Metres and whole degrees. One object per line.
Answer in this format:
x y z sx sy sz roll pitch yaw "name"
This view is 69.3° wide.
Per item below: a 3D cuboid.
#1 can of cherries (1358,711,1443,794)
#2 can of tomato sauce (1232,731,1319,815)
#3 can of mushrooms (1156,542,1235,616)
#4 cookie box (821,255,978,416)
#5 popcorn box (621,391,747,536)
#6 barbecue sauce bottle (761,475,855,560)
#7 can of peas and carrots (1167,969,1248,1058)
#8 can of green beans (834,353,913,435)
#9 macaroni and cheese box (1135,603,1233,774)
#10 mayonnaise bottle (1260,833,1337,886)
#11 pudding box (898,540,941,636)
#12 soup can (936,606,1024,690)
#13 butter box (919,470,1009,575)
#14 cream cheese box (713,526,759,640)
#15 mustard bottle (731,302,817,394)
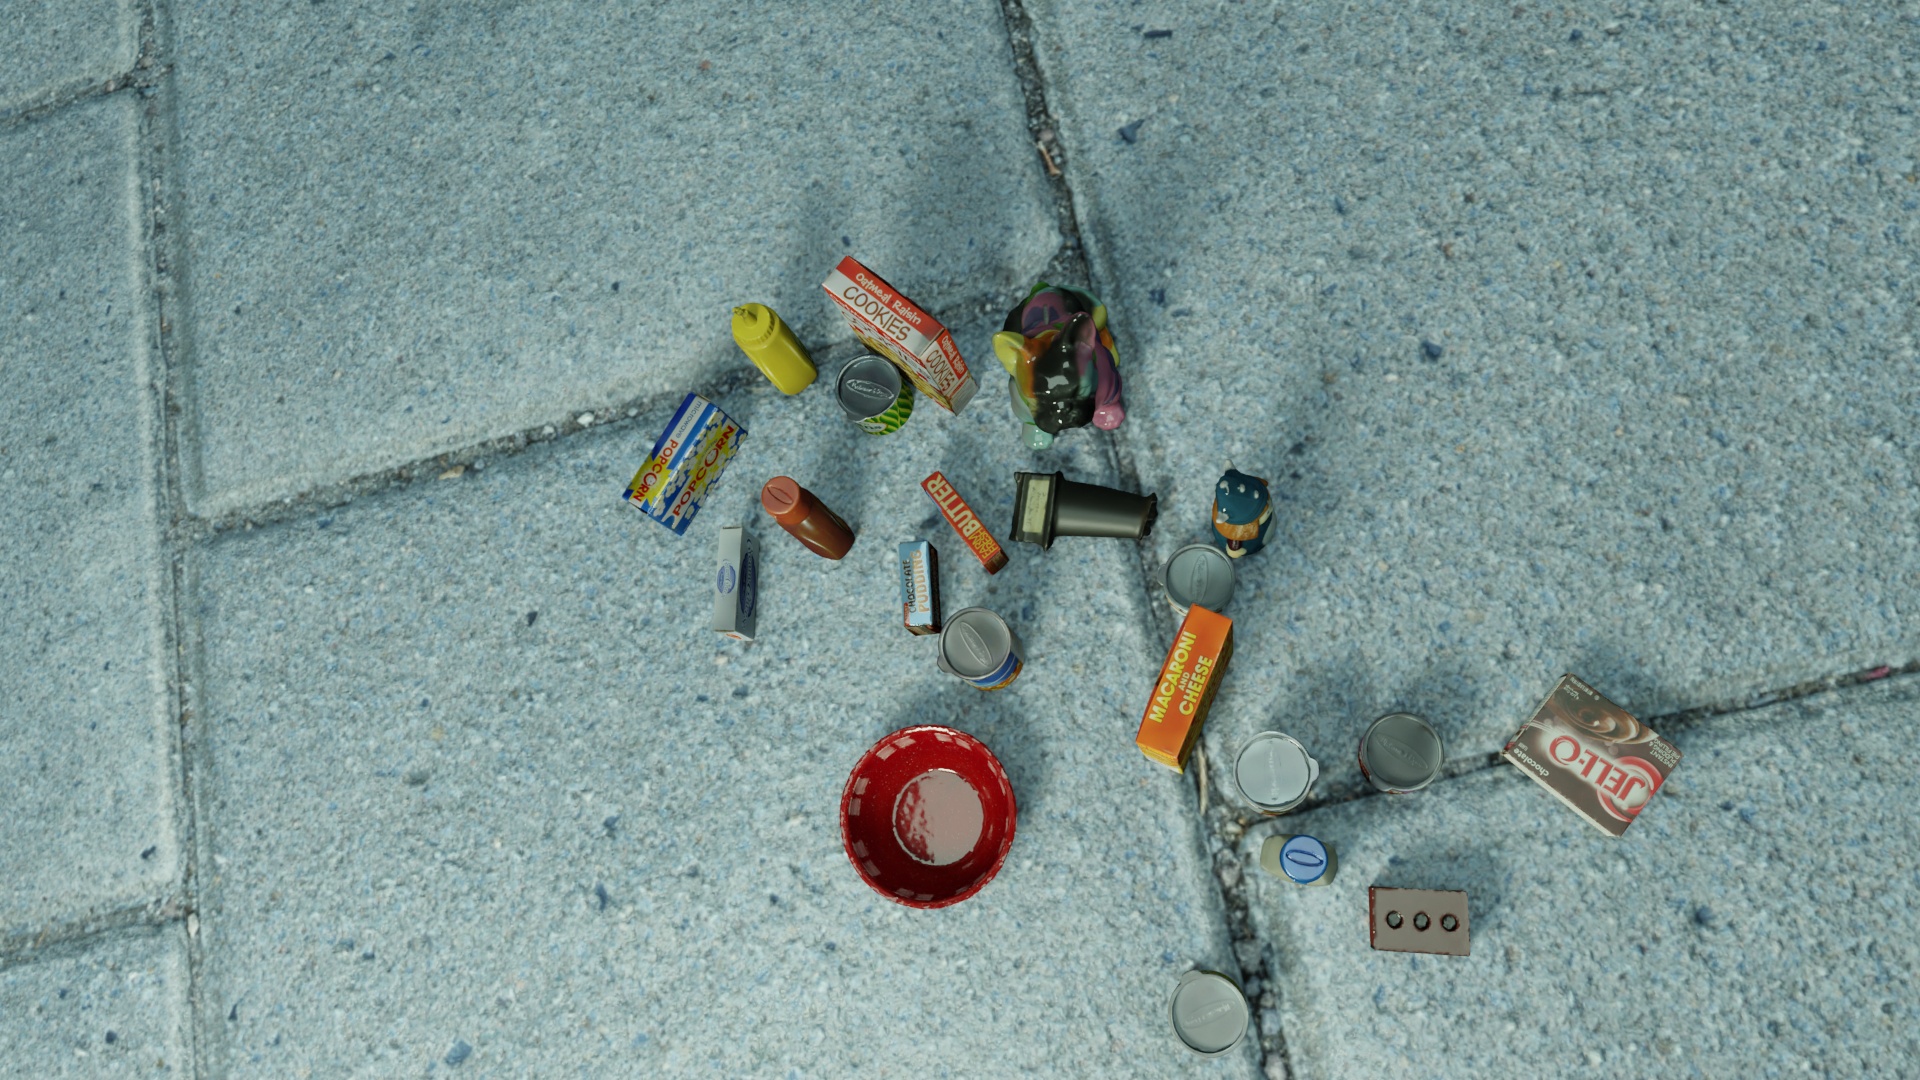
0.374 0.185 1.192 0.071 0.058 0.071 -3 76 11 "can of cherries"
0.270 0.201 1.195 0.071 0.083 0.071 -3 76 11 "can of tomato sauce"
0.217 0.037 1.274 0.071 0.033 0.071 -3 75 10 "can of mushrooms"
-0.053 -0.191 1.315 0.123 0.167 0.040 38 86 17 "cookie box"
-0.270 -0.075 1.371 0.038 0.085 0.127 30 83 16 "popcorn box"
-0.146 -0.023 1.300 0.065 0.148 0.044 34 85 17 "barbecue sauce bottle"
0.208 0.395 1.170 0.071 0.058 0.071 -3 76 11 "can of peas and carrots"
-0.084 -0.142 1.366 0.071 0.057 0.071 -3 76 11 "can of green beans"
0.192 0.130 1.185 0.040 0.166 0.124 22 81 15 "macaroni and cheese box"
0.280 0.262 1.143 0.065 0.148 0.041 10 79 14 "mayonnaise bottle"
-0.038 0.045 1.313 0.030 0.049 0.084 -6 75 10 "pudding box"
0.018 0.102 1.270 0.071 0.083 0.071 -3 76 11 "soup can"
0.005 -0.017 1.319 0.024 0.053 0.104 -38 72 0 "butter box"
-0.217 0.043 1.347 0.024 0.053 0.104 -1 76 11 "cream cheese box"
-0.186 -0.193 1.345 0.049 0.160 0.065 -38 72 0 "mustard bottle"
